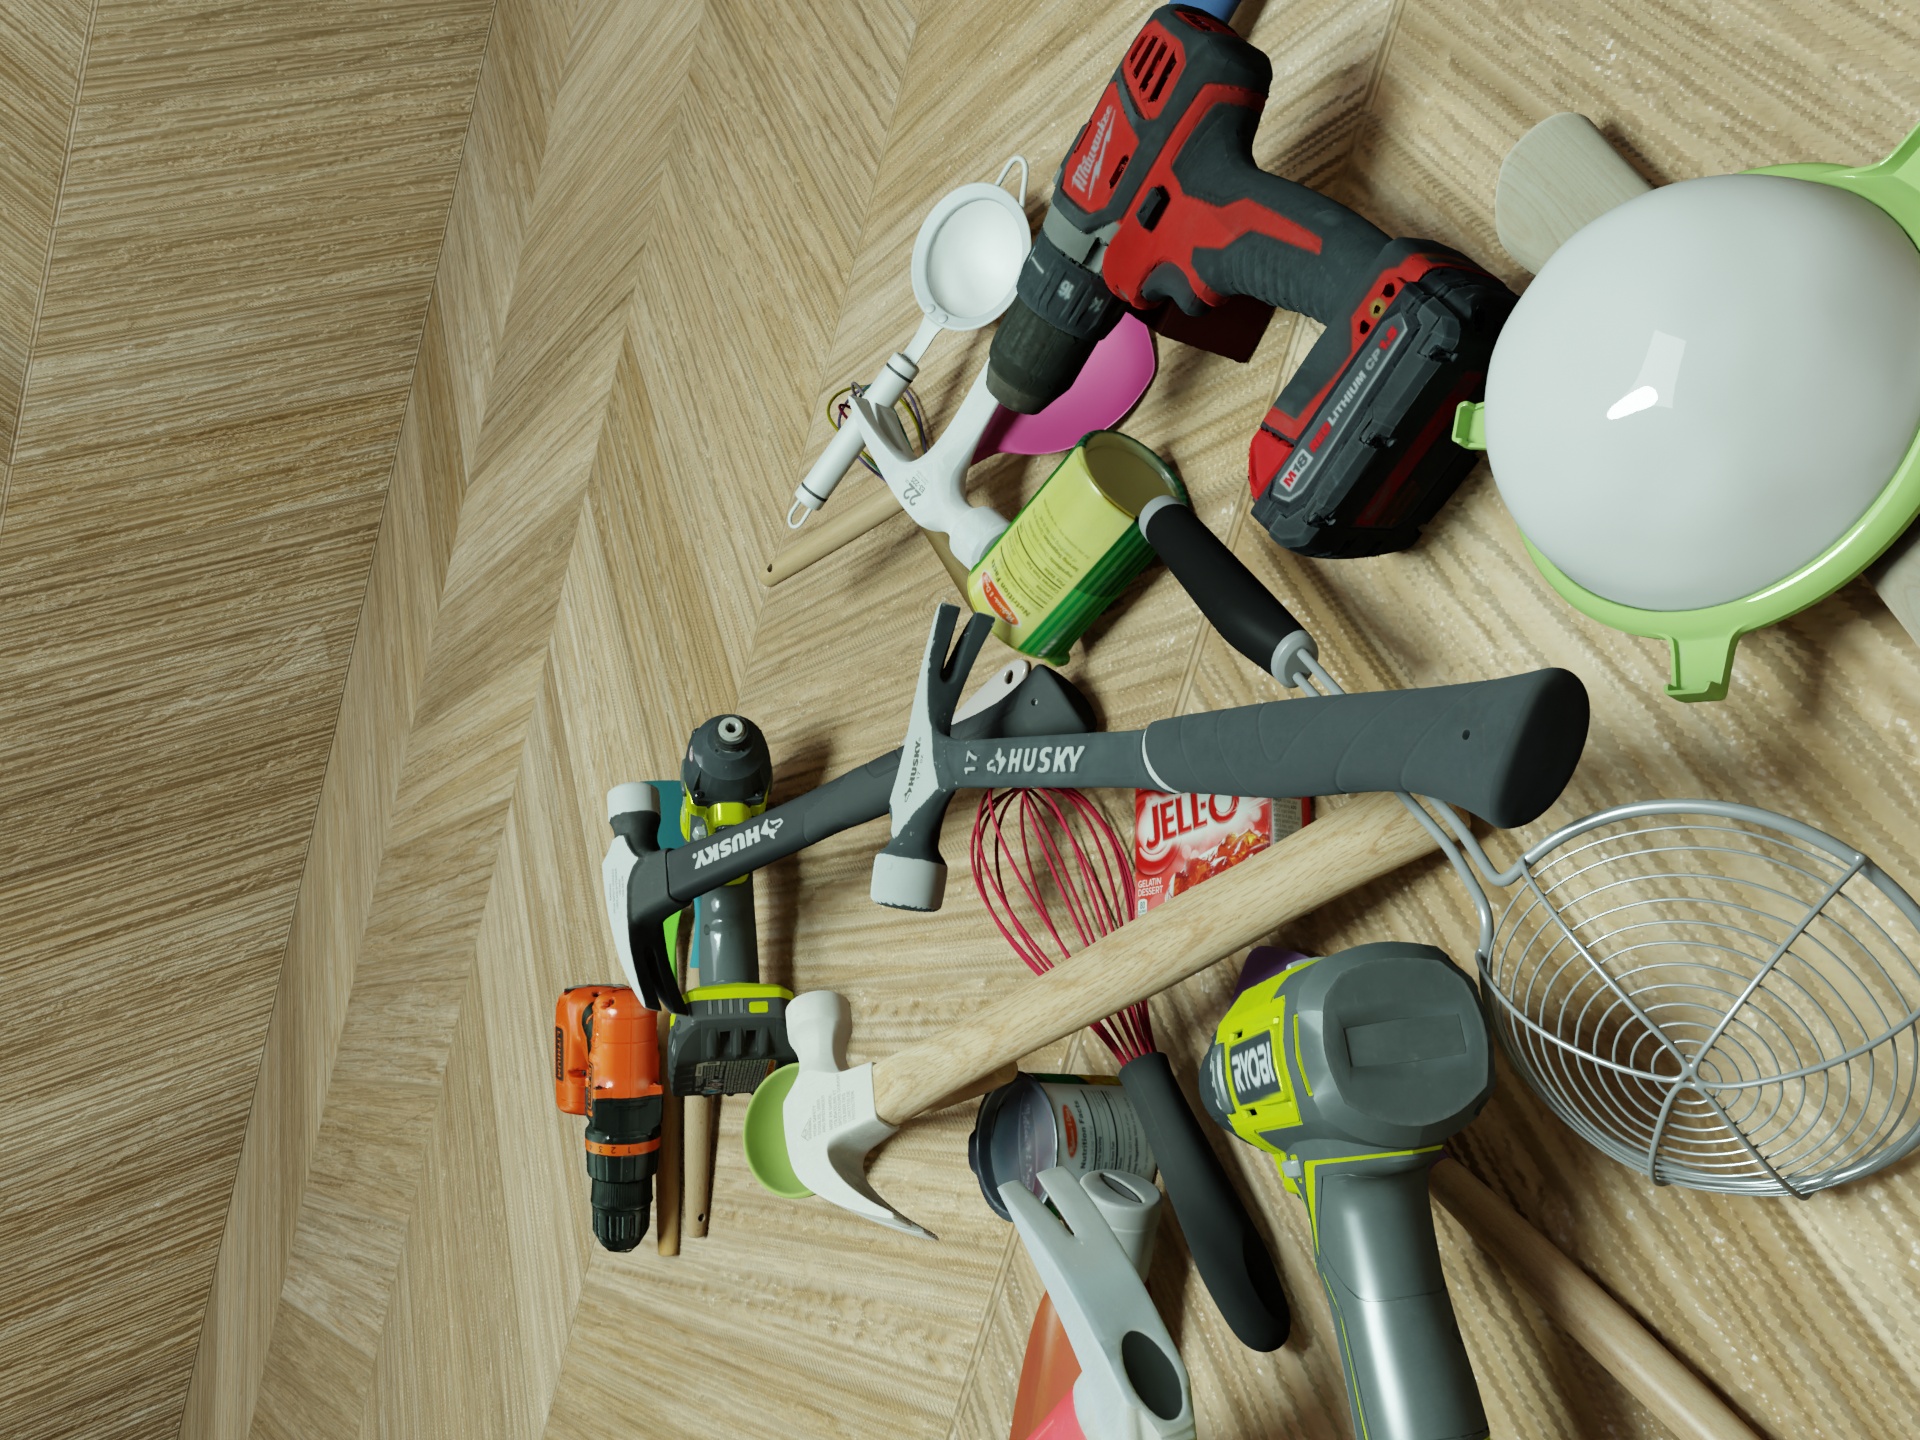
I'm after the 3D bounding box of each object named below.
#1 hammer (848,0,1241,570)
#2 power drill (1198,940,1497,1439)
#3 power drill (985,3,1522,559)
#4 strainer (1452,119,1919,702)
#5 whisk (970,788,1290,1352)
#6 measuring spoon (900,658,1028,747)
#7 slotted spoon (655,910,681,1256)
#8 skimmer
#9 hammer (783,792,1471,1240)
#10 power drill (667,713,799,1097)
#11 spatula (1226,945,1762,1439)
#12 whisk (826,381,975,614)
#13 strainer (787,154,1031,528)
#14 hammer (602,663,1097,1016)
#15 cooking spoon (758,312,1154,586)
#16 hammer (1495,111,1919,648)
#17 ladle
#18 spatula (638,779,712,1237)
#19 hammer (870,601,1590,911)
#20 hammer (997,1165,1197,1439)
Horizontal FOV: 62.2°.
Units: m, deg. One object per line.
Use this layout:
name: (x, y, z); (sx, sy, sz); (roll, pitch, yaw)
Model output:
hammer: (0.070, -0.279, 0.816); (0.144, 0.035, 0.405); (46, 116, 35)
power drill: (0.132, 0.197, 0.531); (0.190, 0.080, 0.229); (106, 157, -72)
power drill: (0.107, -0.162, 0.662); (0.227, 0.080, 0.187); (53, 128, 30)
strainer: (0.237, -0.140, 0.449); (0.256, 0.069, 0.152); (-55, 38, 32)
whisk: (0.073, 0.138, 0.710); (0.073, 0.073, 0.296); (-55, 44, 35)
measuring spoon: (-0.001, -0.003, 0.908); (0.124, 0.018, 0.034); (-41, 48, 45)
slotted spoon: (-0.216, 0.232, 1.180); (0.070, 0.031, 0.314); (-30, 58, 54)
skimmer: (0.171, 0.010, 0.557); (0.364, 0.090, 0.127); (-120, 34, -51)
hammer: (0.055, 0.110, 0.654); (0.331, 0.031, 0.130); (-32, 43, 23)
power drill: (-0.148, 0.116, 1.019); (0.171, 0.080, 0.223); (112, 155, -63)
spatula: (0.185, 0.172, 0.553); (0.316, 0.018, 0.059); (45, 123, 55)
whisk: (-0.029, -0.138, 0.971); (0.051, 0.047, 0.245); (-58, 40, 29)
strainer: (-0.029, -0.219, 0.954); (0.087, 0.050, 0.258); (47, 108, 28)
hammer: (-0.071, 0.054, 0.877); (0.335, 0.035, 0.146); (-24, 60, 28)
cooking spoon: (-0.013, -0.143, 0.916); (0.319, 0.017, 0.069); (-25, 69, 39)
hammer: (0.276, -0.071, 0.461); (0.146, 0.038, 0.411); (-53, 40, 34)
ladle: (-0.048, 0.202, 0.831); (0.320, 0.062, 0.078); (138, 136, -61)
spatula: (-0.189, 0.200, 1.123); (0.044, 0.082, 0.317); (-6, 81, 46)
hammer: (0.071, 0.010, 0.615); (0.409, 0.036, 0.149); (-6, 73, 62)
hammer: (0.004, 0.347, 0.695); (0.143, 0.038, 0.386); (60, 144, 33)
